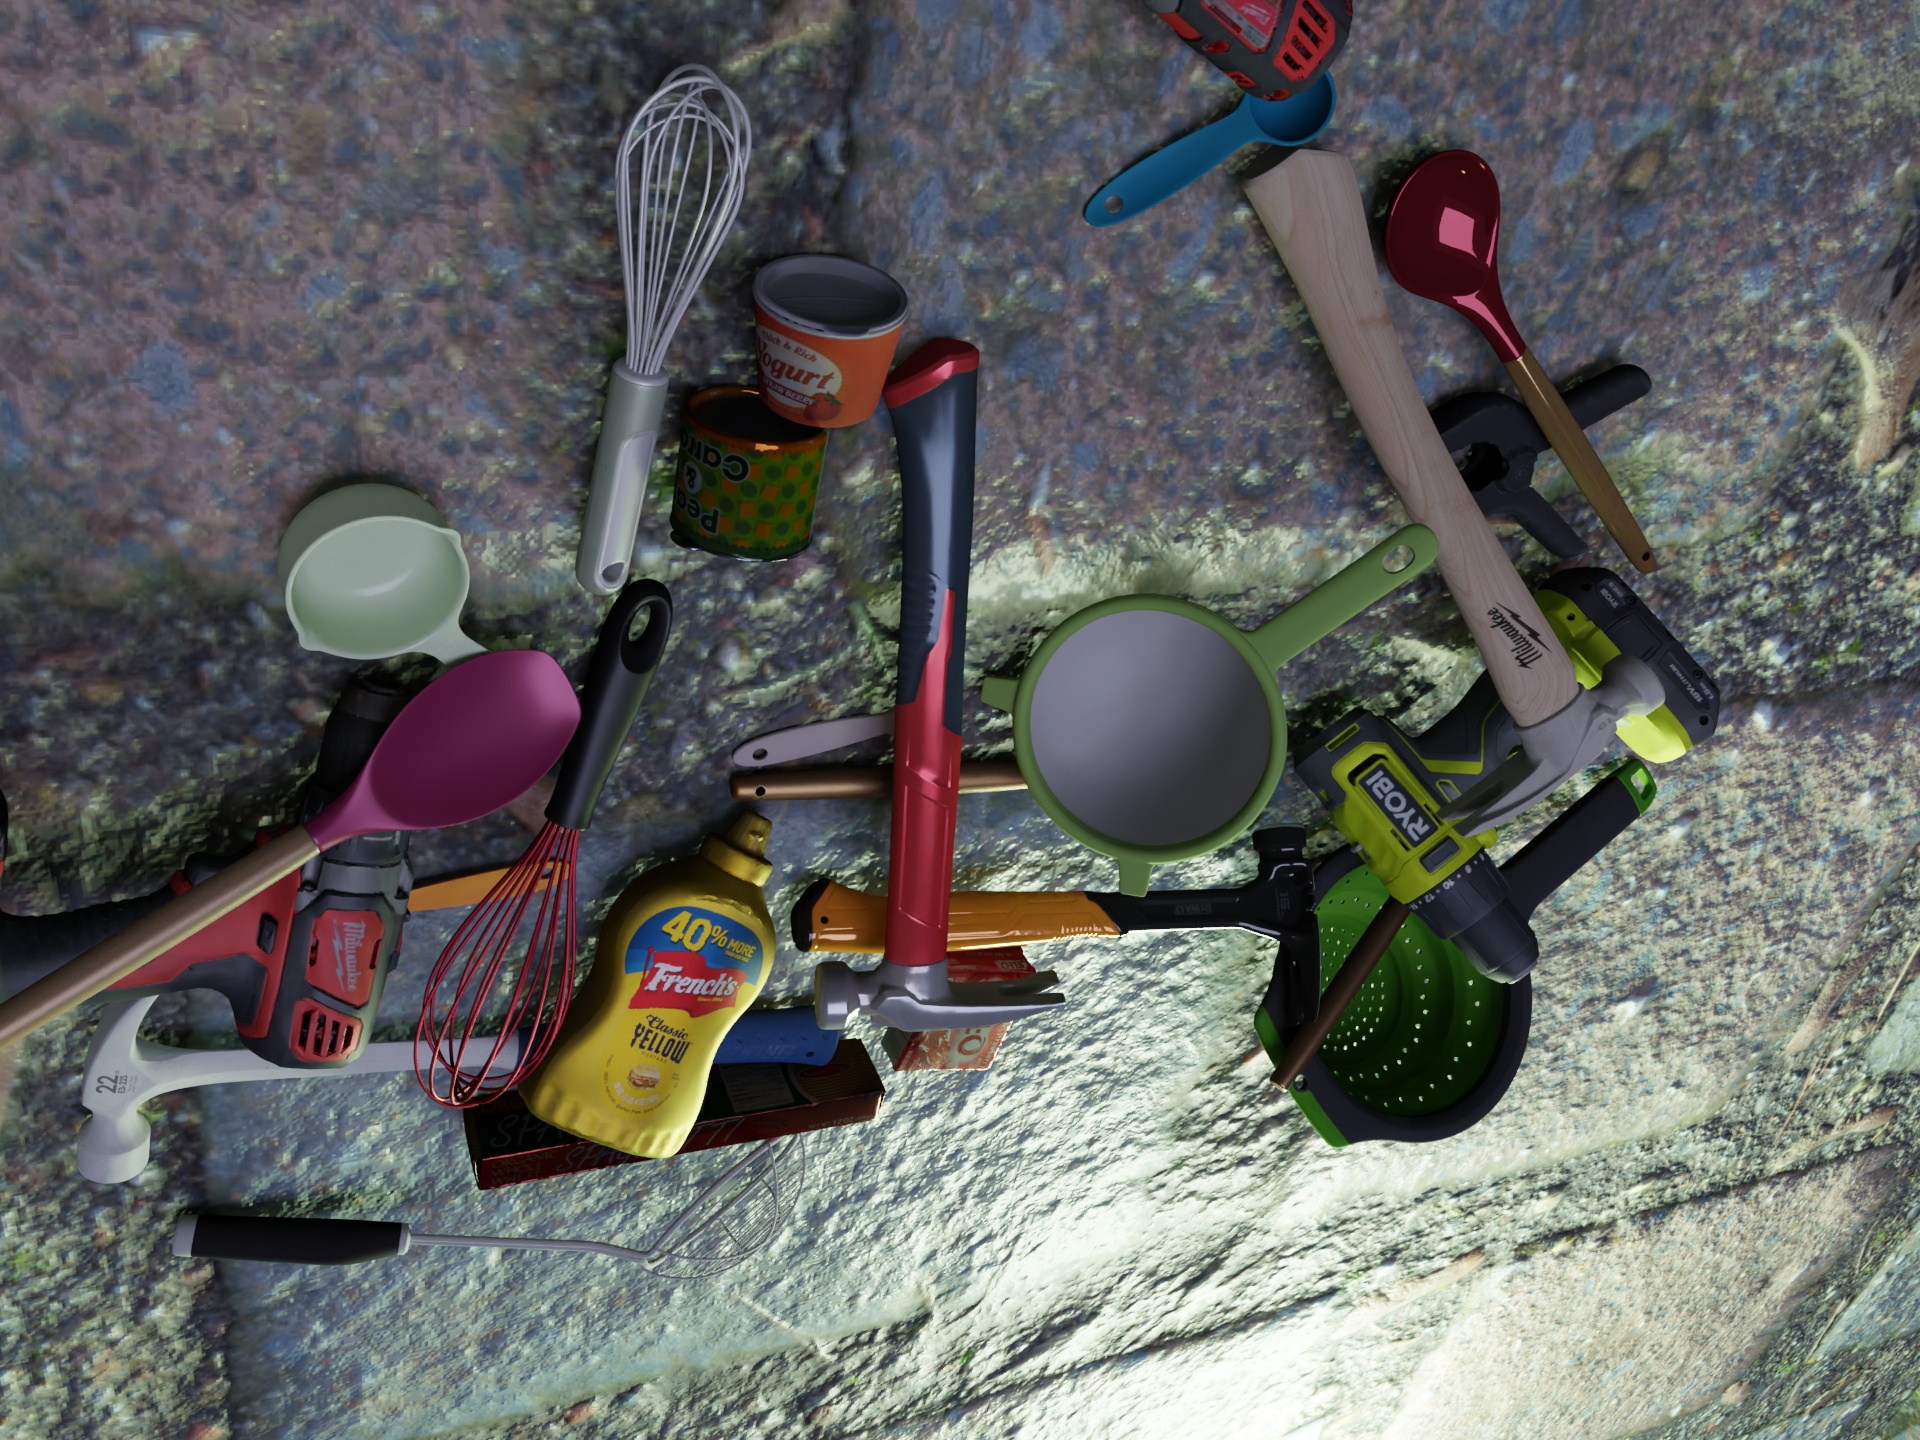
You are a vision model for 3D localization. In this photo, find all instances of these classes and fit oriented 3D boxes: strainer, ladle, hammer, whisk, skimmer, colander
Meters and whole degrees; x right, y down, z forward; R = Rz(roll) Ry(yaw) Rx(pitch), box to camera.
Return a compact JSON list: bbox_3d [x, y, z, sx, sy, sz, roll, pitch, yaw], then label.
[{"bbox_3d":[0.149,-0.030,0.874,0.256,0.069,0.151,-36,91,18],"label":"strainer"},{"bbox_3d":[0.316,-0.184,0.873,0.069,0.031,0.315,-42,122,7],"label":"ladle"},{"bbox_3d":[0.246,-0.115,0.849,0.146,0.038,0.410,-37,118,0],"label":"hammer"},{"bbox_3d":[-0.258,0.180,0.885,0.405,0.035,0.144,3,123,-29],"label":"hammer"},{"bbox_3d":[-0.001,-0.003,0.828,0.143,0.038,0.386,-1,117,-10],"label":"hammer"},{"bbox_3d":[0.064,0.127,0.965,0.336,0.127,0.034,1,166,-18],"label":"hammer"},{"bbox_3d":[-0.135,-0.157,0.683,0.058,0.059,0.246,-19,140,-43],"label":"whisk"},{"bbox_3d":[0.305,0.117,1.040,0.320,0.062,0.078,-51,163,-17],"label":"ladle"},{"bbox_3d":[-0.203,0.067,0.791,0.073,0.073,0.296,15,103,-35],"label":"whisk"},{"bbox_3d":[-0.270,0.287,0.963,0.363,0.090,0.127,8,142,-20],"label":"skimmer"},{"bbox_3d":[0.347,0.144,1.133,0.397,0.094,0.204,-33,93,-24],"label":"colander"}]

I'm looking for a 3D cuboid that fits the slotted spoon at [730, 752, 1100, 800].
[{"bbox_3d":[0.021,0.030,0.919,0.313,0.031,0.070,-2,108,-23],"label":"slotted spoon"}]

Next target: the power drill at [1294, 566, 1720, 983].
[{"bbox_3d":[0.351,0.032,0.994,0.228,0.190,0.080,-38,170,-3],"label":"power drill"}]

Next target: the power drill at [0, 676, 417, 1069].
[{"bbox_3d":[-0.356,0.061,0.705,0.226,0.080,0.188,9,102,-33],"label":"power drill"}]

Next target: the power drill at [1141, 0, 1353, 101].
[{"bbox_3d":[0.149,-0.379,0.640,0.143,0.079,0.219,22,115,-37],"label":"power drill"}]

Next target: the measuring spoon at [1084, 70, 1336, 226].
[{"bbox_3d":[0.115,-0.267,0.746,0.128,0.021,0.042,-29,96,7],"label":"measuring spoon"}]

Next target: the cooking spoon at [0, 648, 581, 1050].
[{"bbox_3d":[-0.304,0.065,0.686,0.319,0.017,0.068,-35,117,-25],"label":"cooking spoon"}]

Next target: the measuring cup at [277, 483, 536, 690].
[{"bbox_3d":[-0.239,-0.047,0.725,0.083,0.038,0.167,-37,145,2],"label":"measuring cup"}]

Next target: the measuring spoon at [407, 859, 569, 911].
[{"bbox_3d":[-0.261,0.086,0.831,0.117,0.011,0.021,-9,129,-26],"label":"measuring spoon"}]

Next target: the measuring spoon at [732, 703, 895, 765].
[{"bbox_3d":[-0.063,0.011,0.867,0.124,0.018,0.034,-13,130,-18],"label":"measuring spoon"}]
